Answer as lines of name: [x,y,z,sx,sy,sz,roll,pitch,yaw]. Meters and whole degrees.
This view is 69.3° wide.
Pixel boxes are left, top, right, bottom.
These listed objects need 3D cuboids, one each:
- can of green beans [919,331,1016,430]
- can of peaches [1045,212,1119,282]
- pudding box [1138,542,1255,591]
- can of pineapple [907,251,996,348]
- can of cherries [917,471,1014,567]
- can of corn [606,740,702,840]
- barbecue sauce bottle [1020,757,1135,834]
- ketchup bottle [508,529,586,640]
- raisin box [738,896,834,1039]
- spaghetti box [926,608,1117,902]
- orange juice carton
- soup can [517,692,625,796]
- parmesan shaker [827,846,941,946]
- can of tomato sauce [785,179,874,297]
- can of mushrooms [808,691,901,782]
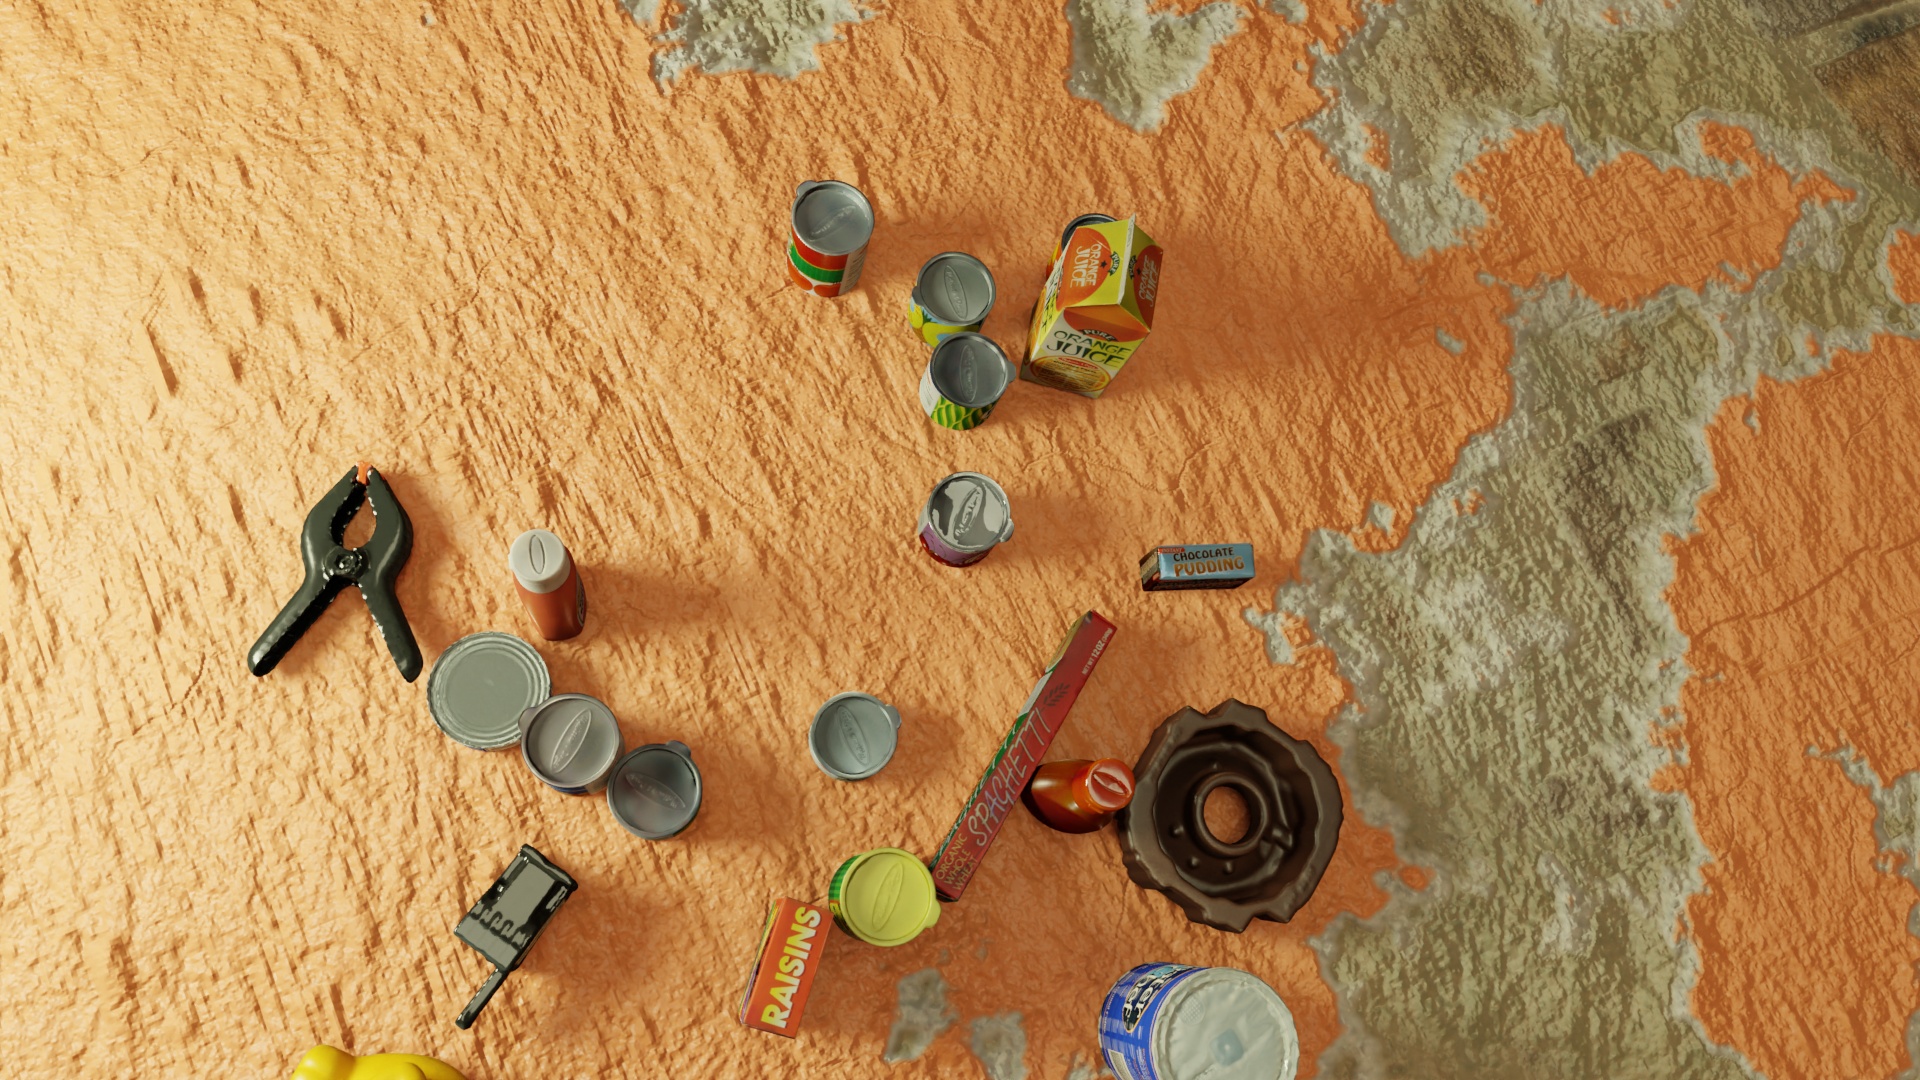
can of green beans: [0.003,-0.130,1.141,0.071,0.057,0.071,3,74,-10]
can of peaches: [0.110,-0.236,1.191,0.071,0.058,0.071,3,74,-10]
pudding box: [0.194,0.022,1.139,0.084,0.049,0.030,-1,75,-11]
can of pineapple: [-0.010,-0.199,1.158,0.071,0.057,0.071,3,74,-10]
can of cherries: [0.004,-0.014,1.108,0.071,0.058,0.071,3,74,-10]
can of corn: [-0.220,0.182,1.011,0.071,0.058,0.071,3,74,-10]
barbecue sauce bottle: [0.090,0.186,1.021,0.065,0.148,0.044,31,72,-1]
ketchup bottle: [-0.295,0.028,0.992,0.043,0.148,0.065,-9,77,-13]
raisin box: [-0.122,0.294,0.964,0.040,0.123,0.086,20,72,-5]
spaghetti box: [0.044,0.165,1.070,0.029,0.050,0.251,33,71,-1]
orange juice carton: [0.107,-0.185,1.105,0.073,0.192,0.072,13,73,-7]
soup can: [-0.278,0.146,0.996,0.071,0.083,0.071,3,74,-10]
parmesan shaker: [-0.056,0.257,0.997,0.071,0.102,0.071,3,75,-10]
can of tomato sauce: [-0.110,-0.247,1.139,0.071,0.083,0.071,3,74,-10]
can of mushrooms: [-0.080,0.149,1.059,0.071,0.033,0.071,3,74,-10]
